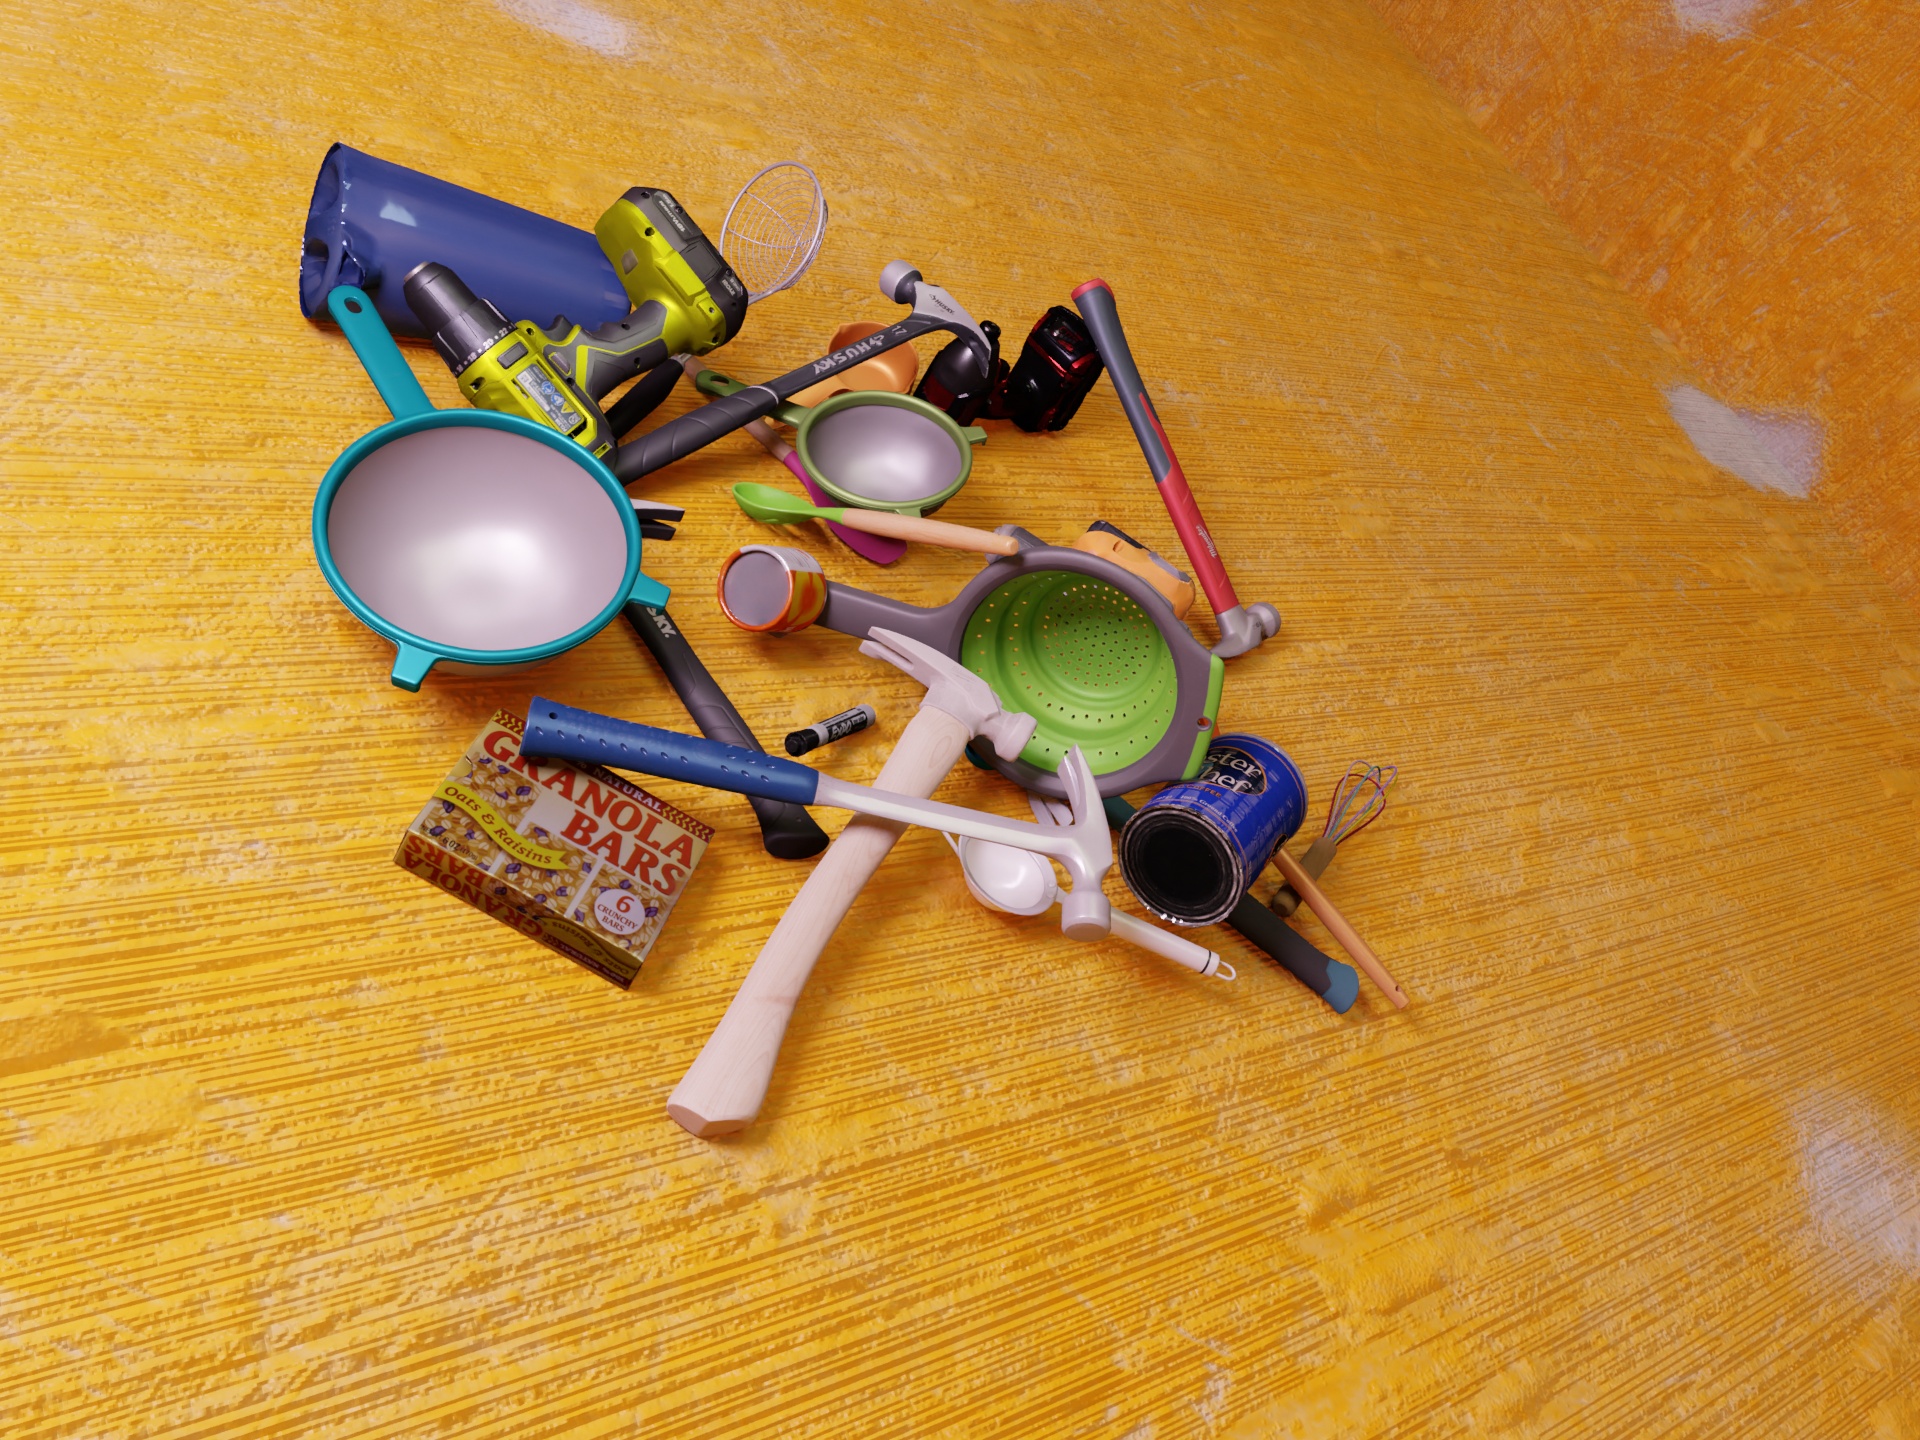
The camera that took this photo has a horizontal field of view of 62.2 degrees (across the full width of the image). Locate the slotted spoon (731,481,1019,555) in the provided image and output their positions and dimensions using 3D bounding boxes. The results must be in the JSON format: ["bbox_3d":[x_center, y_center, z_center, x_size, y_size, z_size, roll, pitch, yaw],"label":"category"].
[{"bbox_3d":[-0.072,-0.156,1.247,0.314,0.031,0.070,16,14,43],"label":"slotted spoon"}]

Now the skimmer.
[{"bbox_3d":[-0.230,-0.365,1.383,0.363,0.127,0.090,-56,132,-38],"label":"skimmer"}]

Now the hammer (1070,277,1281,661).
[{"bbox_3d":[0.189,-0.239,1.527,0.143,0.038,0.386,-25,91,-47],"label":"hammer"}]

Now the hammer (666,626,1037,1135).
[{"bbox_3d":[-0.087,0.099,1.077,0.146,0.038,0.411,33,50,-1],"label":"hammer"}]

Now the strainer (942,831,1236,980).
[{"bbox_3d":[0.091,0.142,1.187,0.258,0.050,0.087,25,38,-7],"label":"strainer"}]

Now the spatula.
[{"bbox_3d":[0.267,0.106,1.325,0.081,0.041,0.323,-31,75,-33],"label":"spatula"}]

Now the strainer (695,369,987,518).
[{"bbox_3d":[-0.116,-0.232,1.377,0.256,0.069,0.151,23,50,10],"label":"strainer"}]

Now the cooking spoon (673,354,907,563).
[{"bbox_3d":[-0.169,-0.250,1.404,0.319,0.017,0.069,44,46,7],"label":"cooking spoon"}]

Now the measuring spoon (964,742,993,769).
[{"bbox_3d":[-0.002,-0.004,1.299,0.042,0.021,0.129,-18,55,-30],"label":"measuring spoon"}]

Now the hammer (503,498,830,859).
[{"bbox_3d":[-0.197,-0.036,1.172,0.146,0.035,0.335,-19,65,-43],"label":"hammer"}]

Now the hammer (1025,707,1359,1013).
[{"bbox_3d":[0.189,0.122,1.298,0.331,0.033,0.128,38,40,1],"label":"hammer"}]

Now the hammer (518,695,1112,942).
[{"bbox_3d":[-0.087,0.044,1.070,0.405,0.035,0.144,14,53,-14],"label":"hammer"}]

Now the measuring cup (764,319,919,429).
[{"bbox_3d":[-0.116,-0.301,1.475,0.173,0.052,0.095,-38,78,-24],"label":"measuring cup"}]

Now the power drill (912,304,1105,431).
[{"bbox_3d":[0.044,-0.333,1.540,0.079,0.143,0.219,47,39,15],"label":"power drill"}]

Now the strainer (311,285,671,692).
[{"bbox_3d":[-0.364,-0.155,1.109,0.211,0.095,0.341,-22,67,-31],"label":"strainer"}]

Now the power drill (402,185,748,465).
[{"bbox_3d":[-0.291,-0.308,1.217,0.190,0.080,0.228,51,58,-16],"label":"power drill"}]

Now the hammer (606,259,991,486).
[{"bbox_3d":[-0.149,-0.276,1.340,0.409,0.036,0.149,-33,62,-30],"label":"hammer"}]

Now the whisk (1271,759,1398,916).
[{"bbox_3d":[0.330,0.103,1.418,0.047,0.051,0.245,27,41,21],"label":"whisk"}]

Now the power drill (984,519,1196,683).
[{"bbox_3d":[0.116,-0.116,1.375,0.185,0.084,0.226,34,17,2],"label":"power drill"}]

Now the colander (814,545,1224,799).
[{"bbox_3d":[0.017,-0.072,1.247,0.397,0.204,0.094,17,30,14],"label":"colander"}]
